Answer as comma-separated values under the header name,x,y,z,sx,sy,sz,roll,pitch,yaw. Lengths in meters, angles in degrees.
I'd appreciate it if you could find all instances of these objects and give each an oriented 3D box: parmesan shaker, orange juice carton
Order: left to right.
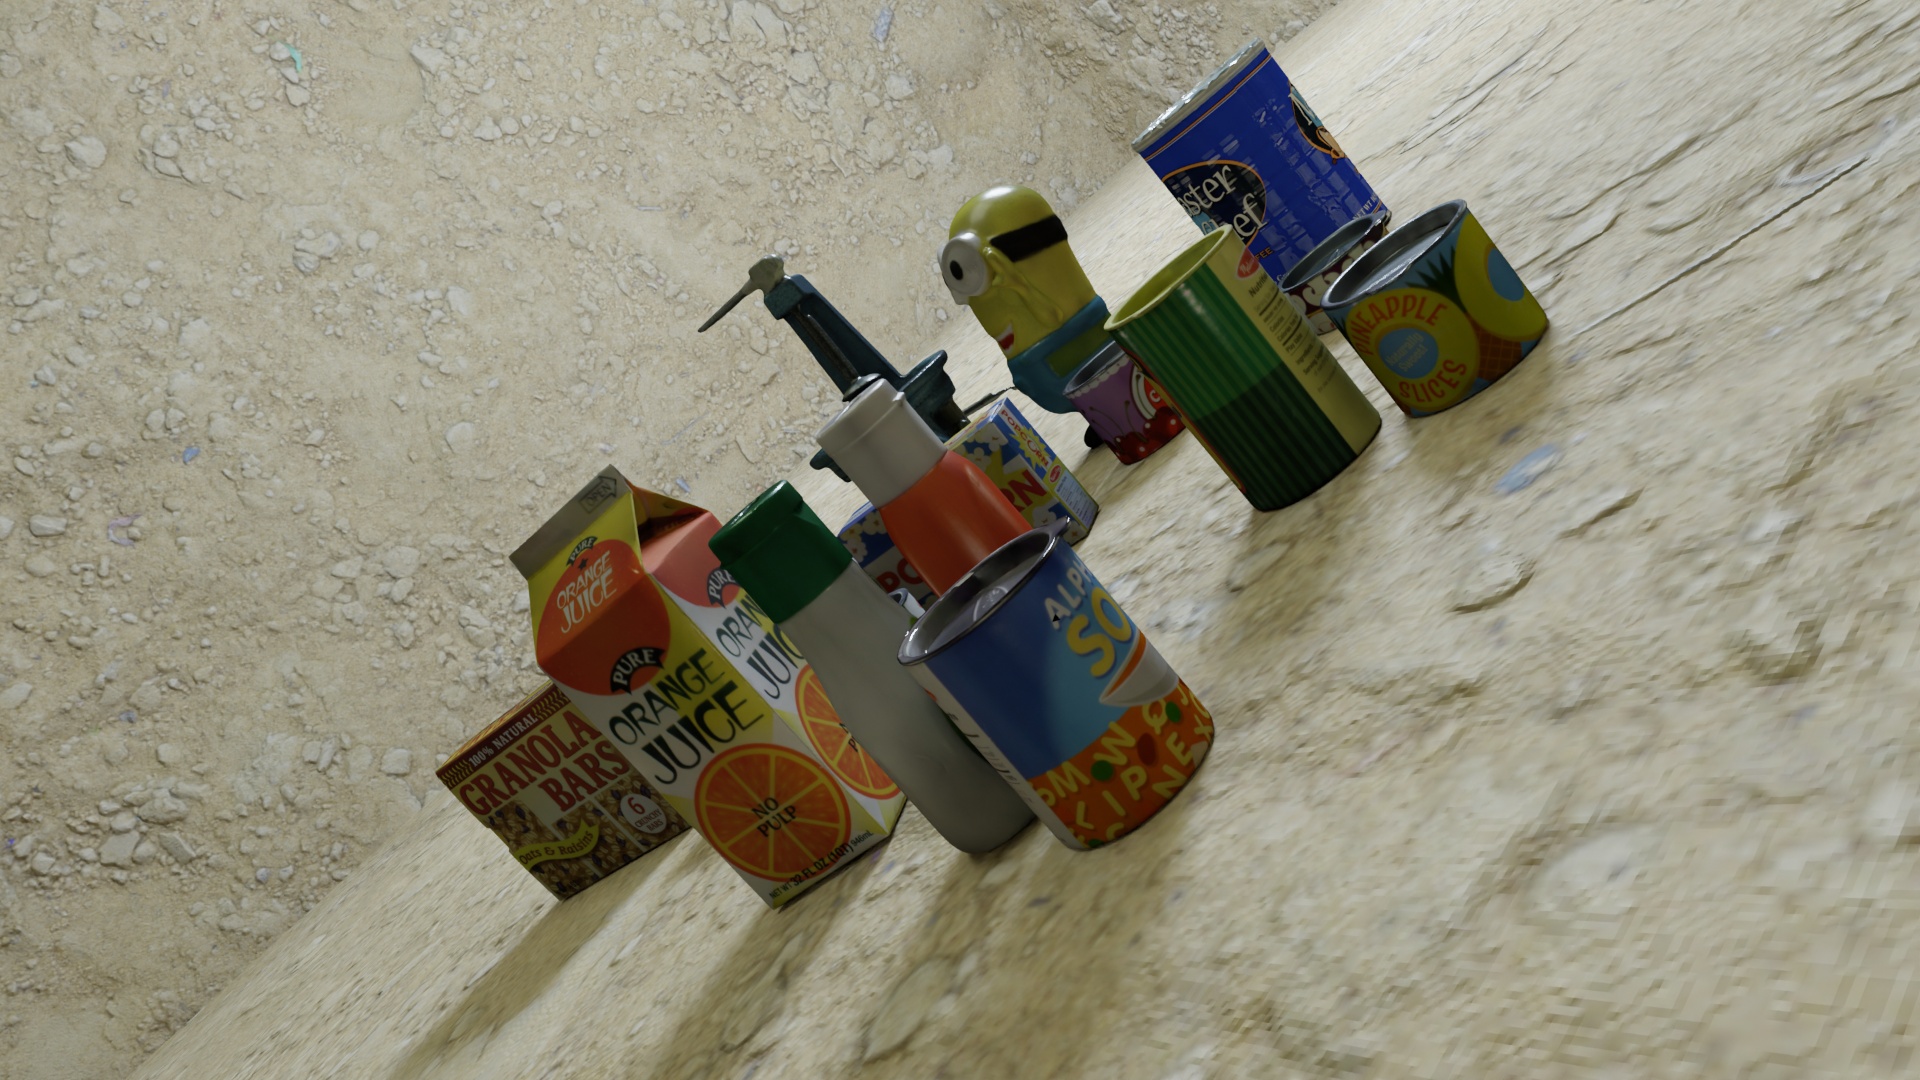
name,x,y,z,sx,sy,sz,roll,pitch,yaw
orange juice carton,-0.109,0.059,0.604,0.071,0.192,0.073,-37,11,22
parmesan shaker,0.117,-0.069,0.579,0.071,0.103,0.071,-39,10,8

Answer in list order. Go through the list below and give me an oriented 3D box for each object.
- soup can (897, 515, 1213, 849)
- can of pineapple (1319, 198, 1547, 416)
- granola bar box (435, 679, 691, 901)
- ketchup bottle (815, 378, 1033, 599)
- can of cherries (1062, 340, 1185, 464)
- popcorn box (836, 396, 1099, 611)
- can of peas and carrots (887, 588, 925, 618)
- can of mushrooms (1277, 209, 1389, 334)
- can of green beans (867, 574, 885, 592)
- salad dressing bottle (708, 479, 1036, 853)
name,x,y,z,sx,sy,sz,roll,pitch,yaw
soup can,0.033,0.046,0.449,0.071,0.083,0.071,-39,10,8
can of pineapple,0.185,-0.090,0.545,0.071,0.058,0.071,-39,10,8
granola bar box,-0.251,0.157,0.902,0.165,0.124,0.039,-34,12,35
ketchup bottle,0.005,0.003,0.547,0.043,0.148,0.065,-37,10,21
can of cherries,0.106,-0.088,0.828,0.071,0.058,0.071,-39,10,8
popcorn box,0.003,-0.010,0.794,0.126,0.085,0.038,-36,11,27
can of peas and carrots,-0.034,0.068,0.674,0.071,0.058,0.071,-39,10,8
can of mushrooms,0.212,-0.147,0.761,0.071,0.033,0.071,-39,10,8
can of green beans,-0.057,0.062,0.785,0.071,0.058,0.071,-39,10,8
salad dressing bottle,-0.028,0.045,0.496,0.044,0.147,0.064,-38,10,16
